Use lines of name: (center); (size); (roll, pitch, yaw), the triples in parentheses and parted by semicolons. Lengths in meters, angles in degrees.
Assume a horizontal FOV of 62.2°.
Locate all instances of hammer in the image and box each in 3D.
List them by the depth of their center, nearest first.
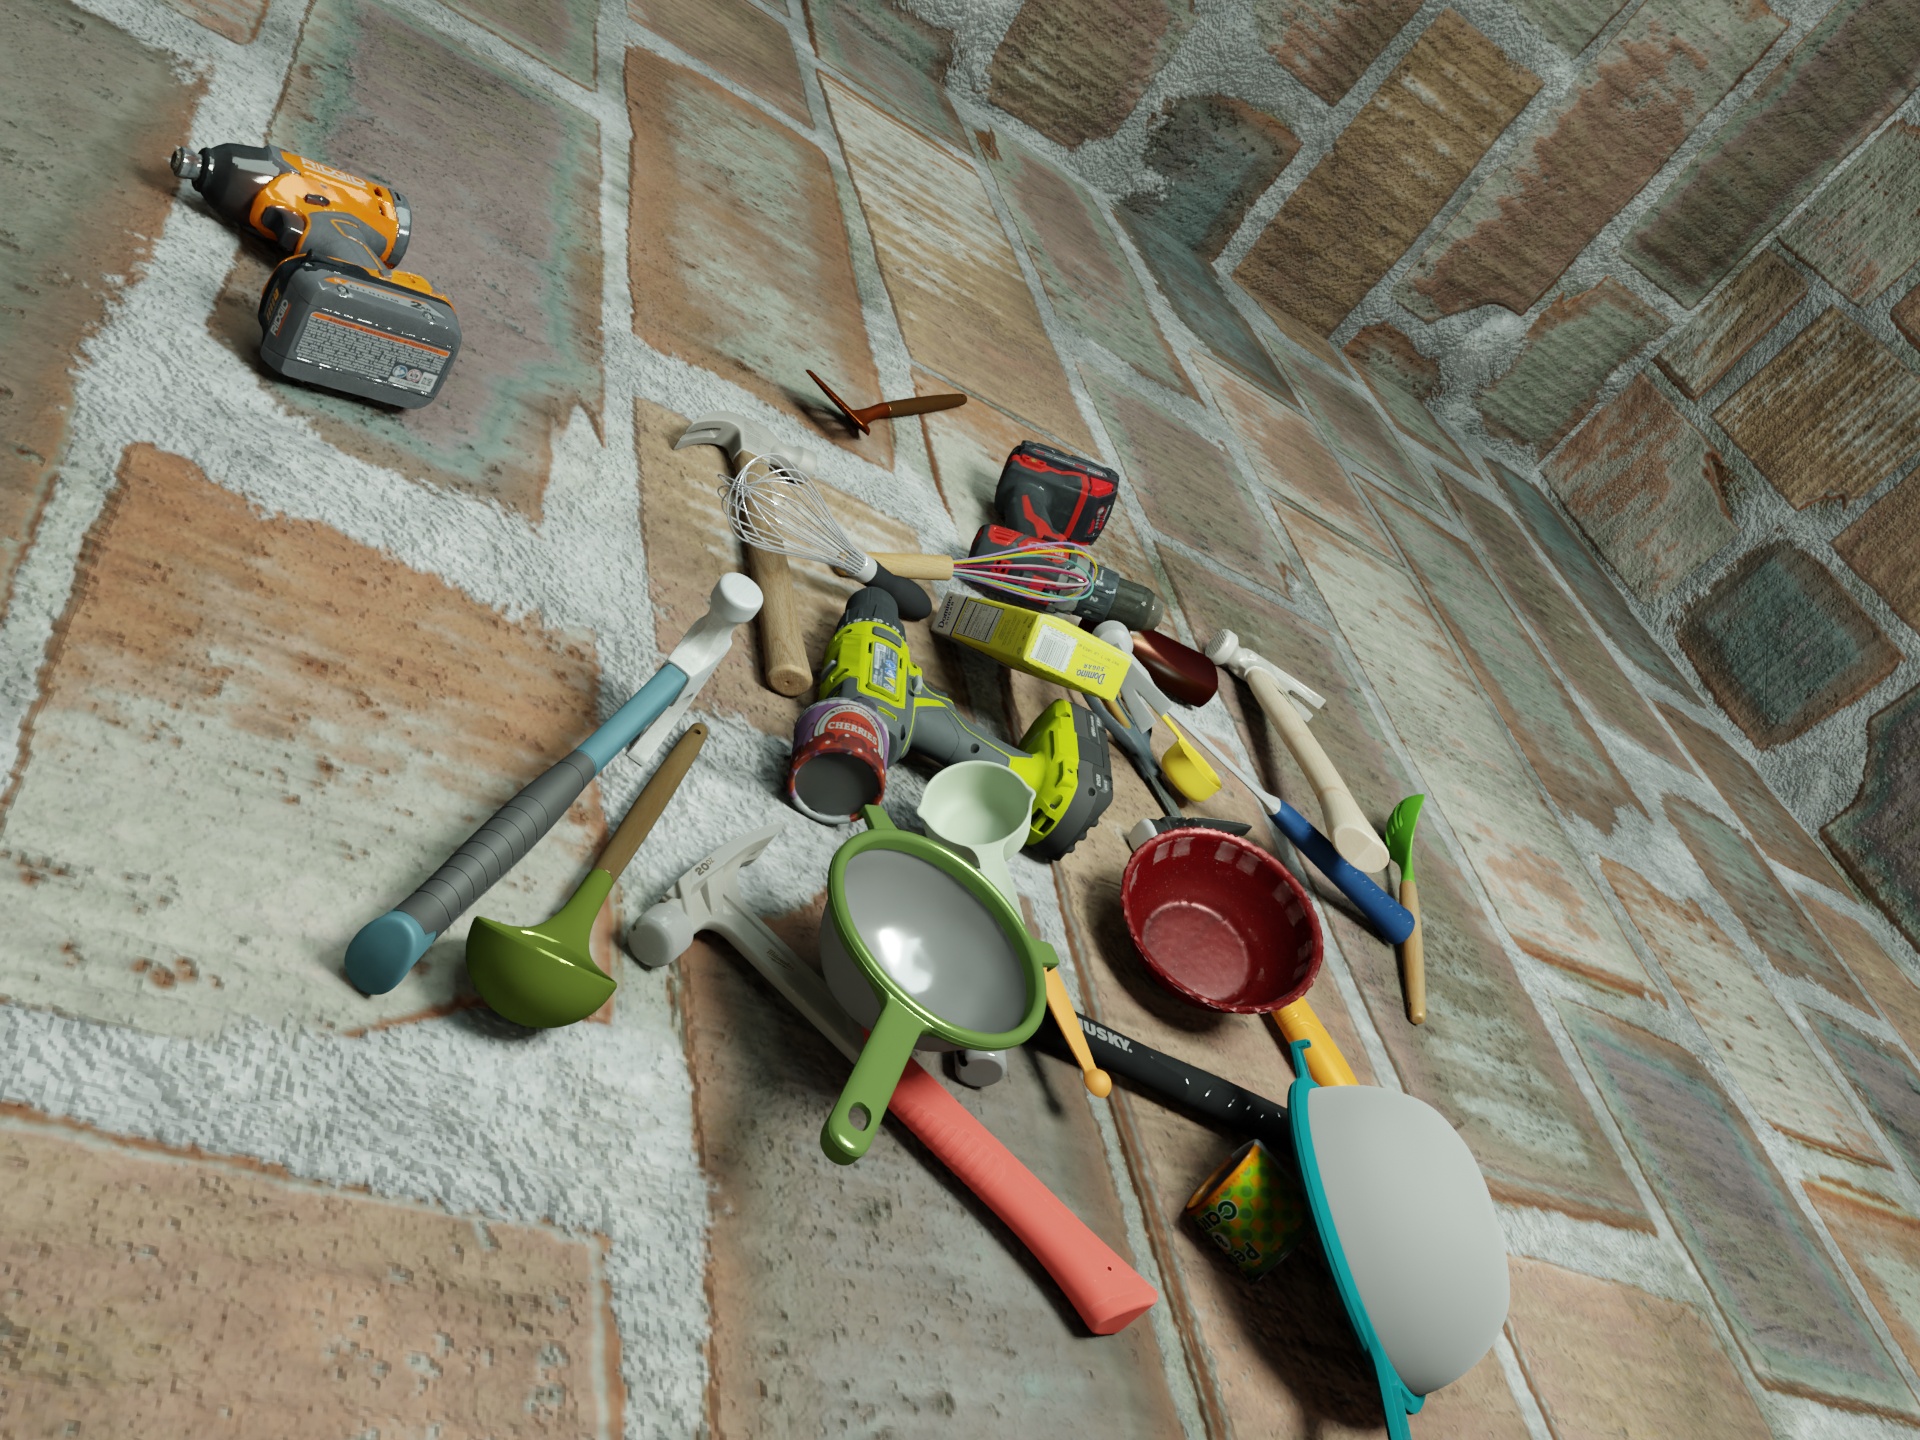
hammer: (-0.218, 0.033, 0.875); (0.033, 0.128, 0.331); (39, 38, -2)
hammer: (-0.026, 0.210, 0.922); (0.359, 0.036, 0.149); (43, 29, 5)
hammer: (0.132, 0.234, 1.080); (0.334, 0.035, 0.146); (28, 32, -23)
hammer: (0.255, 0.213, 1.252); (0.127, 0.034, 0.337); (4, 46, -40)
hammer: (-0.156, -0.140, 1.257); (0.130, 0.031, 0.332); (22, 34, -31)
hammer: (0.266, 0.072, 1.385); (0.405, 0.035, 0.144); (41, 15, -23)
hammer: (0.341, 0.035, 1.533); (0.146, 0.038, 0.411); (32, 19, -18)

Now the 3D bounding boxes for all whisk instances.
whisk: (-0.094, -0.131, 1.239); (0.284, 0.070, 0.070); (30, 25, -57)
whisk: (0.010, -0.127, 1.374); (0.245, 0.047, 0.051); (0, 68, -24)

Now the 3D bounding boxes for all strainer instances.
strainer: (-0.040, 0.162, 0.863); (0.151, 0.069, 0.256); (39, 29, -6)
strainer: (0.283, 0.344, 0.948); (0.210, 0.095, 0.341); (61, 16, -20)

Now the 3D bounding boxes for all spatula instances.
spatula: (-0.061, -0.324, 1.619); (0.081, 0.041, 0.322); (45, 28, 9)

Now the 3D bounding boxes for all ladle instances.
ladle: (-0.191, 0.067, 0.903); (0.078, 0.062, 0.320); (27, 27, -4)

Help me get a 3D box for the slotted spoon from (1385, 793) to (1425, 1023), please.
slotted spoon: (0.426, 0.172, 1.510); (0.031, 0.070, 0.314); (18, 36, 0)

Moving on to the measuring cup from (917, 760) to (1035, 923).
measuring cup: (0.020, 0.101, 1.072); (0.083, 0.038, 0.168); (-9, 50, -6)

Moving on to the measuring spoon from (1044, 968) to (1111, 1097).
measuring spoon: (0.070, 0.188, 1.019); (0.021, 0.011, 0.117); (13, 40, -41)

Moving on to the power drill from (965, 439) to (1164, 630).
power drill: (0.107, -0.171, 1.533); (0.188, 0.080, 0.227); (19, 34, -4)

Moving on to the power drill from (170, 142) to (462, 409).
power drill: (-0.451, -0.323, 1.109); (0.164, 0.084, 0.227); (10, 37, -43)

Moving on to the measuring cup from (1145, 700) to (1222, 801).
measuring cup: (0.180, 0.014, 1.430); (0.062, 0.029, 0.157); (30, 21, -49)

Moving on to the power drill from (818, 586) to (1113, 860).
power drill: (-0.002, -0.004, 1.208); (0.228, 0.080, 0.191); (27, 32, -18)
